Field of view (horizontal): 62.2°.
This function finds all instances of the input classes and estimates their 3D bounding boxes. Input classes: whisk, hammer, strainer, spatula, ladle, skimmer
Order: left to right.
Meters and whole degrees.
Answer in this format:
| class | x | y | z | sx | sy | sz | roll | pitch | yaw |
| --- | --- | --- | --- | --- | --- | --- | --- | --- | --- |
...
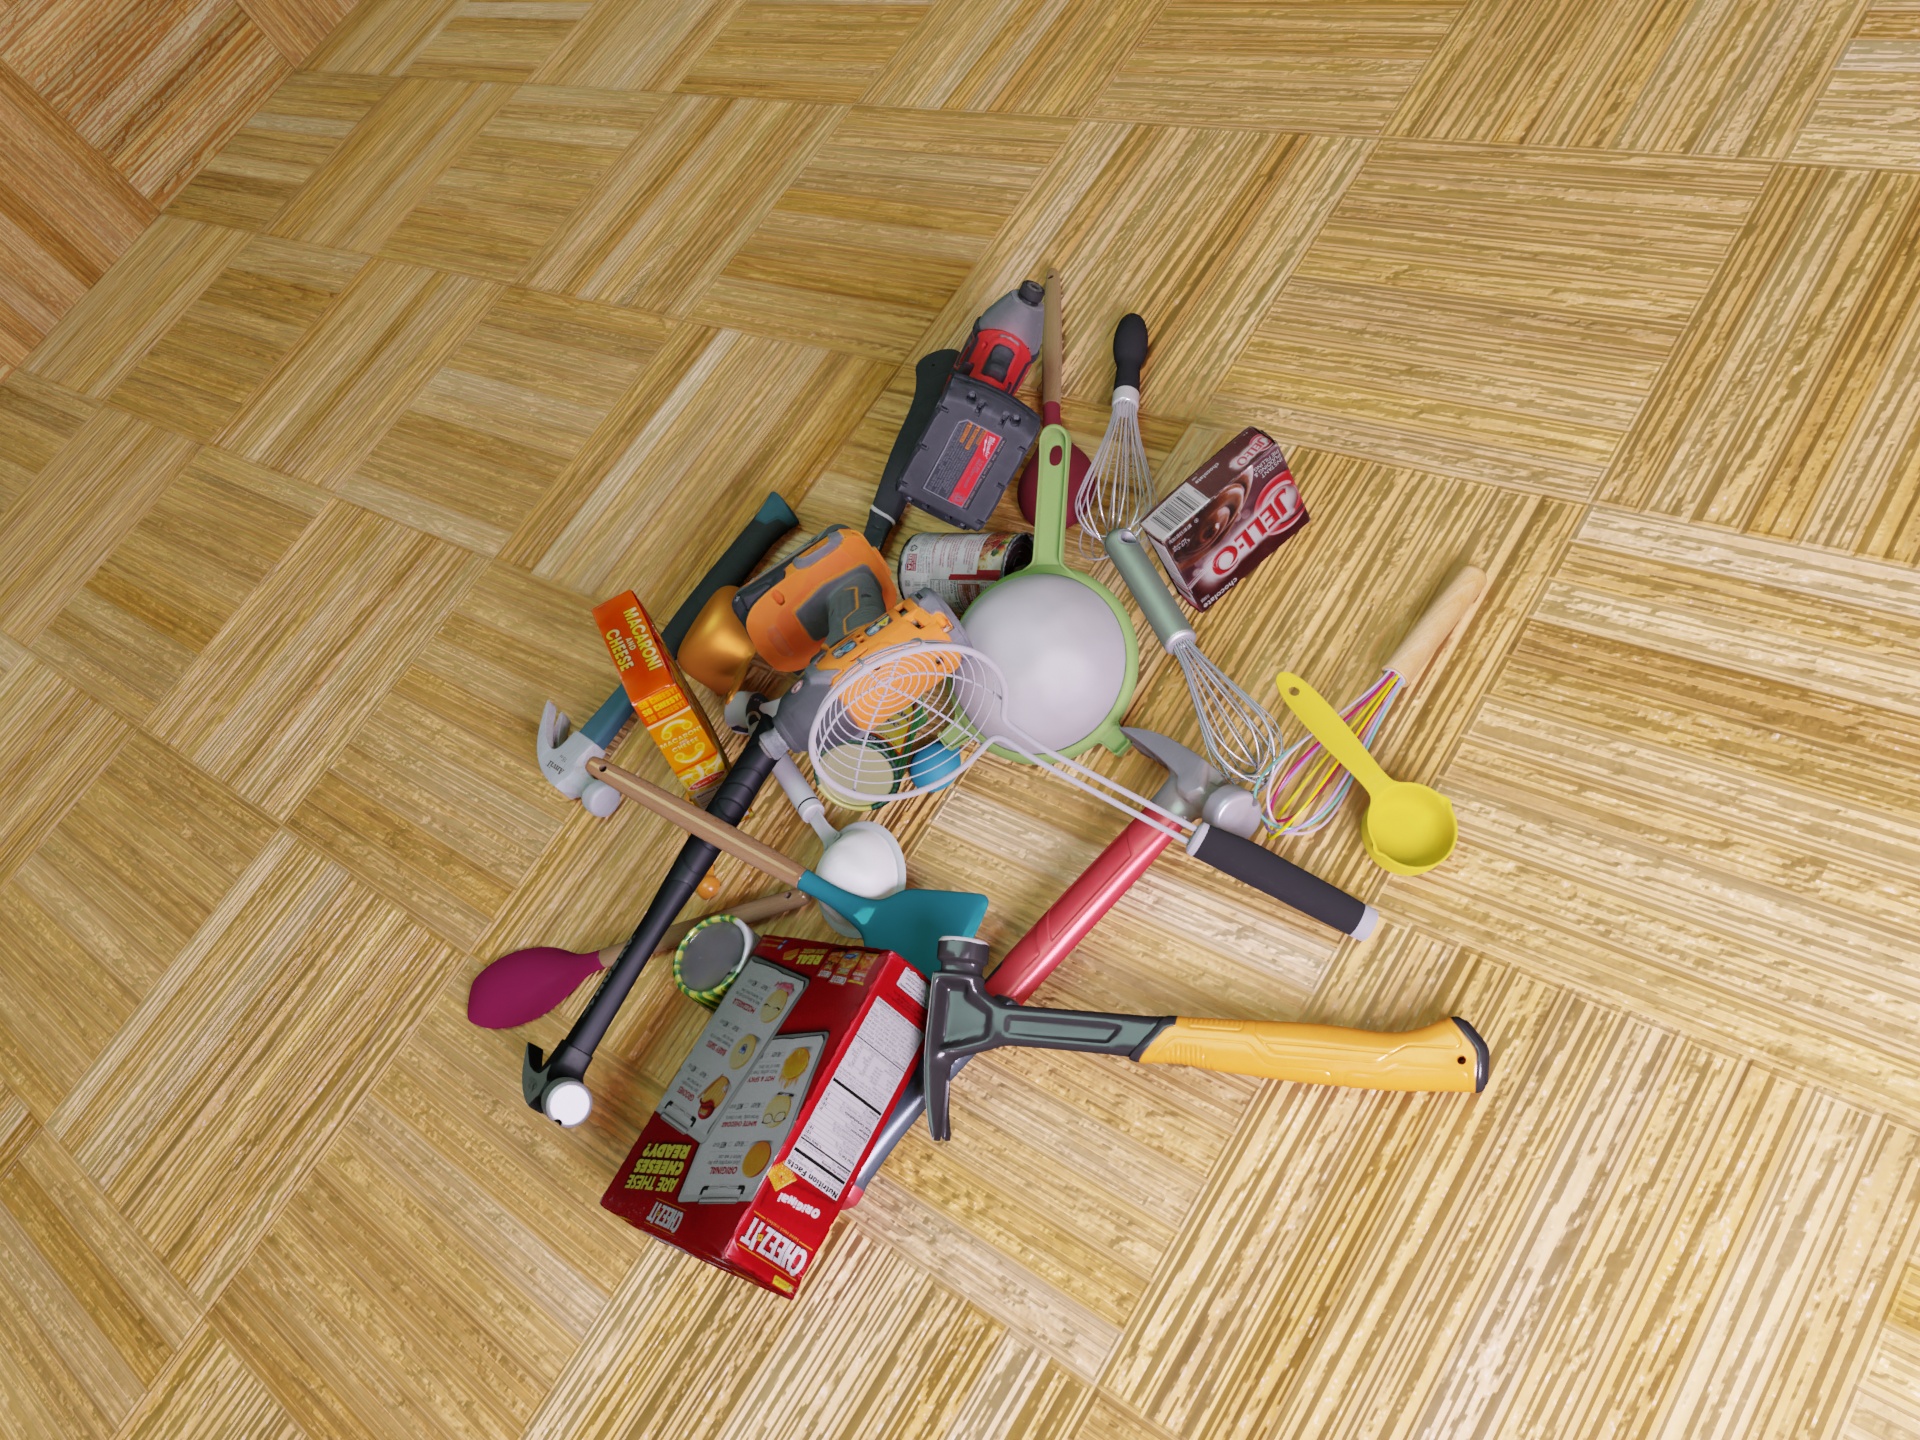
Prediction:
| class | x | y | z | sx | sy | sz | roll | pitch | yaw |
| --- | --- | --- | --- | --- | --- | --- | --- | --- | --- |
| hammer | -0.221 | 0.139 | 1.183 | 0.335 | 0.035 | 0.146 | -60 | 19 | -15 |
| hammer | -0.253 | -0.070 | 1.409 | 0.128 | 0.033 | 0.331 | 27 | 73 | 39 |
| spatula | -0.134 | 0.095 | 1.126 | 0.317 | 0.044 | 0.082 | 26 | 70 | 12 |
| strainer | -0.112 | 0.074 | 1.206 | 0.087 | 0.050 | 0.259 | -52 | 48 | 17 |
| hammer | -0.069 | -0.162 | 1.369 | 0.149 | 0.036 | 0.409 | 3 | 59 | 30 |
| hammer | 0.029 | 0.167 | 1.067 | 0.386 | 0.038 | 0.143 | -47 | 33 | -3 |
| strainer | 0.054 | -0.097 | 1.164 | 0.151 | 0.069 | 0.256 | 2 | 84 | 23 |
| ladle | 0.081 | -0.290 | 1.382 | 0.069 | 0.031 | 0.316 | -14 | 51 | 20 |
| skimmer | 0.086 | 0.060 | 0.968 | 0.363 | 0.127 | 0.090 | 27 | 33 | 1 |
| whisk | 0.134 | -0.239 | 1.299 | 0.070 | 0.070 | 0.285 | -10 | 49 | 24 |
| whisk | 0.160 | -0.049 | 1.132 | 0.057 | 0.059 | 0.247 | -5 | 51 | -28 |
| hammer | 0.140 | 0.201 | 0.955 | 0.337 | 0.034 | 0.127 | 0 | 74 | 18 |
| whisk | 0.276 | -0.014 | 1.065 | 0.051 | 0.047 | 0.245 | 33 | 73 | 29 |

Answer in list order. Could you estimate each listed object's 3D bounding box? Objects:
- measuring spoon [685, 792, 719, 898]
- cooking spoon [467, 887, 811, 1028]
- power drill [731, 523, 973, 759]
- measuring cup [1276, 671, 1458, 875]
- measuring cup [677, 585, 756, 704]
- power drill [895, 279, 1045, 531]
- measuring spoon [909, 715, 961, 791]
| class | x | y | z | sx | sy | sz | roll | pitch | yaw |
| --- | --- | --- | --- | --- | --- | --- | --- | --- | --- |
| measuring spoon | -0.211 | 0.094 | 1.281 | 0.021 | 0.011 | 0.117 | -27 | 48 | 11 |
| cooking spoon | -0.257 | 0.179 | 1.243 | 0.319 | 0.017 | 0.069 | -19 | 51 | 18 |
| power drill | -0.098 | -0.056 | 1.186 | 0.164 | 0.084 | 0.227 | -35 | 29 | -4 |
| measuring cup | 0.251 | 0.033 | 1.013 | 0.062 | 0.029 | 0.157 | -32 | 70 | -14 |
| measuring cup | -0.198 | -0.056 | 1.298 | 0.095 | 0.052 | 0.174 | -53 | 13 | 15 |
| power drill | 0.020 | -0.263 | 1.292 | 0.143 | 0.078 | 0.220 | -58 | 11 | 36 |
| measuring spoon | -0.002 | -0.004 | 1.225 | 0.042 | 0.021 | 0.129 | 16 | 69 | 37 |
